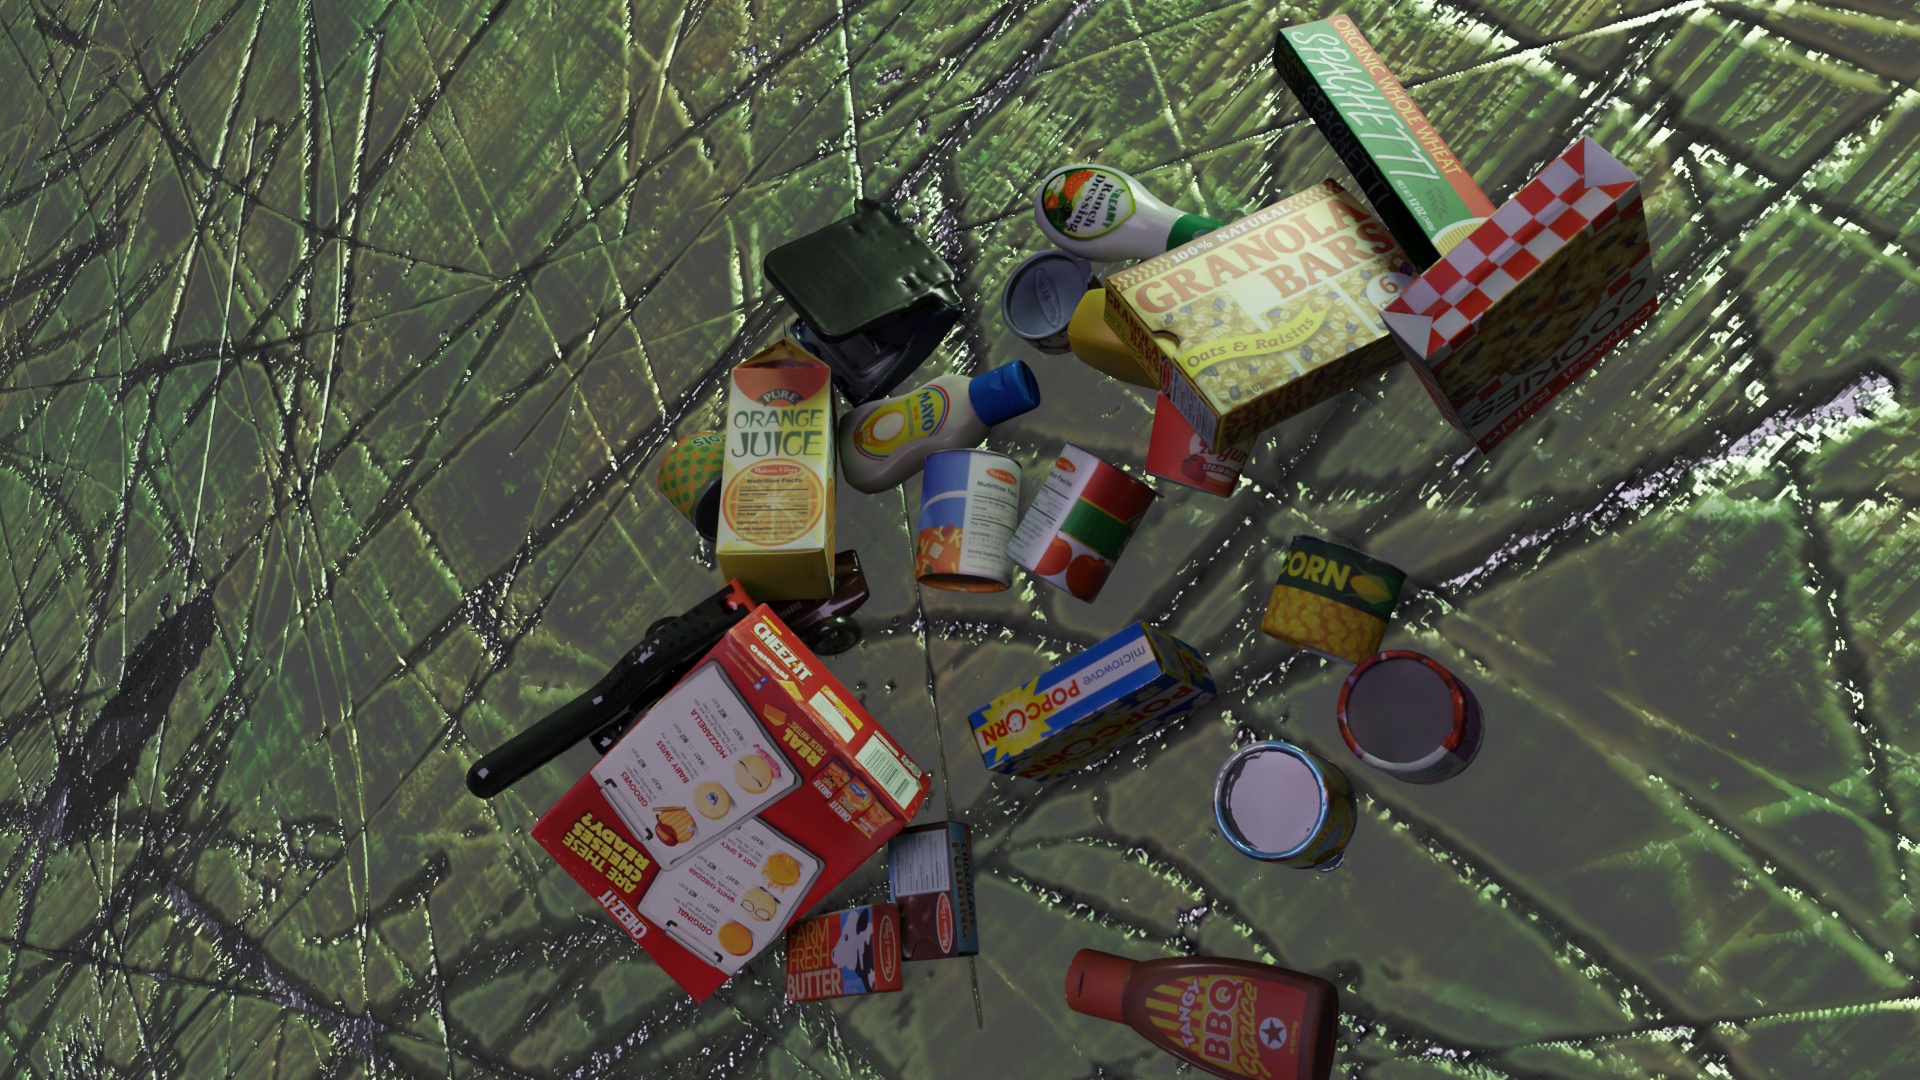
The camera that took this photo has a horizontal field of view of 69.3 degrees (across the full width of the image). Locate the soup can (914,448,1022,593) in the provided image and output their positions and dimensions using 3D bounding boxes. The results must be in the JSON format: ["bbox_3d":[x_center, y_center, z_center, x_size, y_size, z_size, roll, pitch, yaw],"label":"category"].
[{"bbox_3d":[0.003,-0.012,0.926,0.071,0.071,0.084,-3,74,31],"label":"soup can"}]

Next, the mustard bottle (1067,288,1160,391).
[{"bbox_3d":[0.148,-0.117,0.875,0.160,0.065,0.049,20,80,28],"label":"mustard bottle"}]

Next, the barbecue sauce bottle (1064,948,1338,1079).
[{"bbox_3d":[0.131,0.261,0.774,0.148,0.043,0.065,4,78,33],"label":"barbecue sauce bottle"}]

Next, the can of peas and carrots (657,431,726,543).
[{"bbox_3d":[-0.185,-0.043,1.050,0.059,0.071,0.071,40,98,34],"label":"can of peas and carrots"}]

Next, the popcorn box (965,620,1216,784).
[{"bbox_3d":[0.080,0.099,0.832,0.126,0.085,0.038,-31,62,20],"label":"popcorn box"}]

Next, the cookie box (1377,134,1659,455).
[{"bbox_3d":[0.294,-0.119,0.720,0.122,0.167,0.040,-42,61,14],"label":"cookie box"}]

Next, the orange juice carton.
[{"bbox_3d":[-0.125,-0.058,0.978,0.073,0.071,0.193,-1,60,0],"label":"orange juice carton"}]

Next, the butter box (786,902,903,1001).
[{"bbox_3d":[-0.076,0.266,0.891,0.103,0.024,0.053,-27,60,46],"label":"butter box"}]

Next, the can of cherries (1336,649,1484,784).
[{"bbox_3d":[0.242,0.093,0.750,0.071,0.058,0.071,-10,71,29],"label":"can of cherries"}]

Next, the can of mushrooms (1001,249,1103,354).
[{"bbox_3d":[0.066,-0.164,0.955,0.071,0.033,0.071,-10,69,29],"label":"can of mushrooms"}]

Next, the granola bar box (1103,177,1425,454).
[{"bbox_3d":[0.187,-0.137,0.823,0.166,0.039,0.124,-26,58,-12],"label":"granola bar box"}]

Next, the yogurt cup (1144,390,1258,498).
[{"bbox_3d":[0.147,-0.059,0.855,0.072,0.072,0.054,19,94,34],"label":"yogurt cup"}]

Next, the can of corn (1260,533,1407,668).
[{"bbox_3d":[0.208,0.034,0.782,0.071,0.071,0.058,19,87,34],"label":"can of corn"}]

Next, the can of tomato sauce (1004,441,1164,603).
[{"bbox_3d":[0.078,-0.010,0.881,0.071,0.071,0.083,32,93,35],"label":"can of tomato sauce"}]

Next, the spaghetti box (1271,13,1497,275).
[{"bbox_3d":[0.263,-0.229,0.835,0.050,0.028,0.251,-16,58,-9],"label":"spaghetti box"}]

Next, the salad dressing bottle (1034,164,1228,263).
[{"bbox_3d":[0.119,-0.211,0.931,0.148,0.044,0.064,27,88,34],"label":"salad dressing bottle"}]

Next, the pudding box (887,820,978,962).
[{"bbox_3d":[-0.019,0.224,0.886,0.049,0.030,0.084,-15,68,26],"label":"pudding box"}]

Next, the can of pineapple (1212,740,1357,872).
[{"bbox_3d":[0.181,0.148,0.770,0.071,0.058,0.071,-10,70,29],"label":"can of pineapple"}]

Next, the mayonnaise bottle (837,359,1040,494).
[{"bbox_3d":[-0.016,-0.084,0.975,0.148,0.041,0.065,-21,62,25],"label":"mayonnaise bottle"}]
